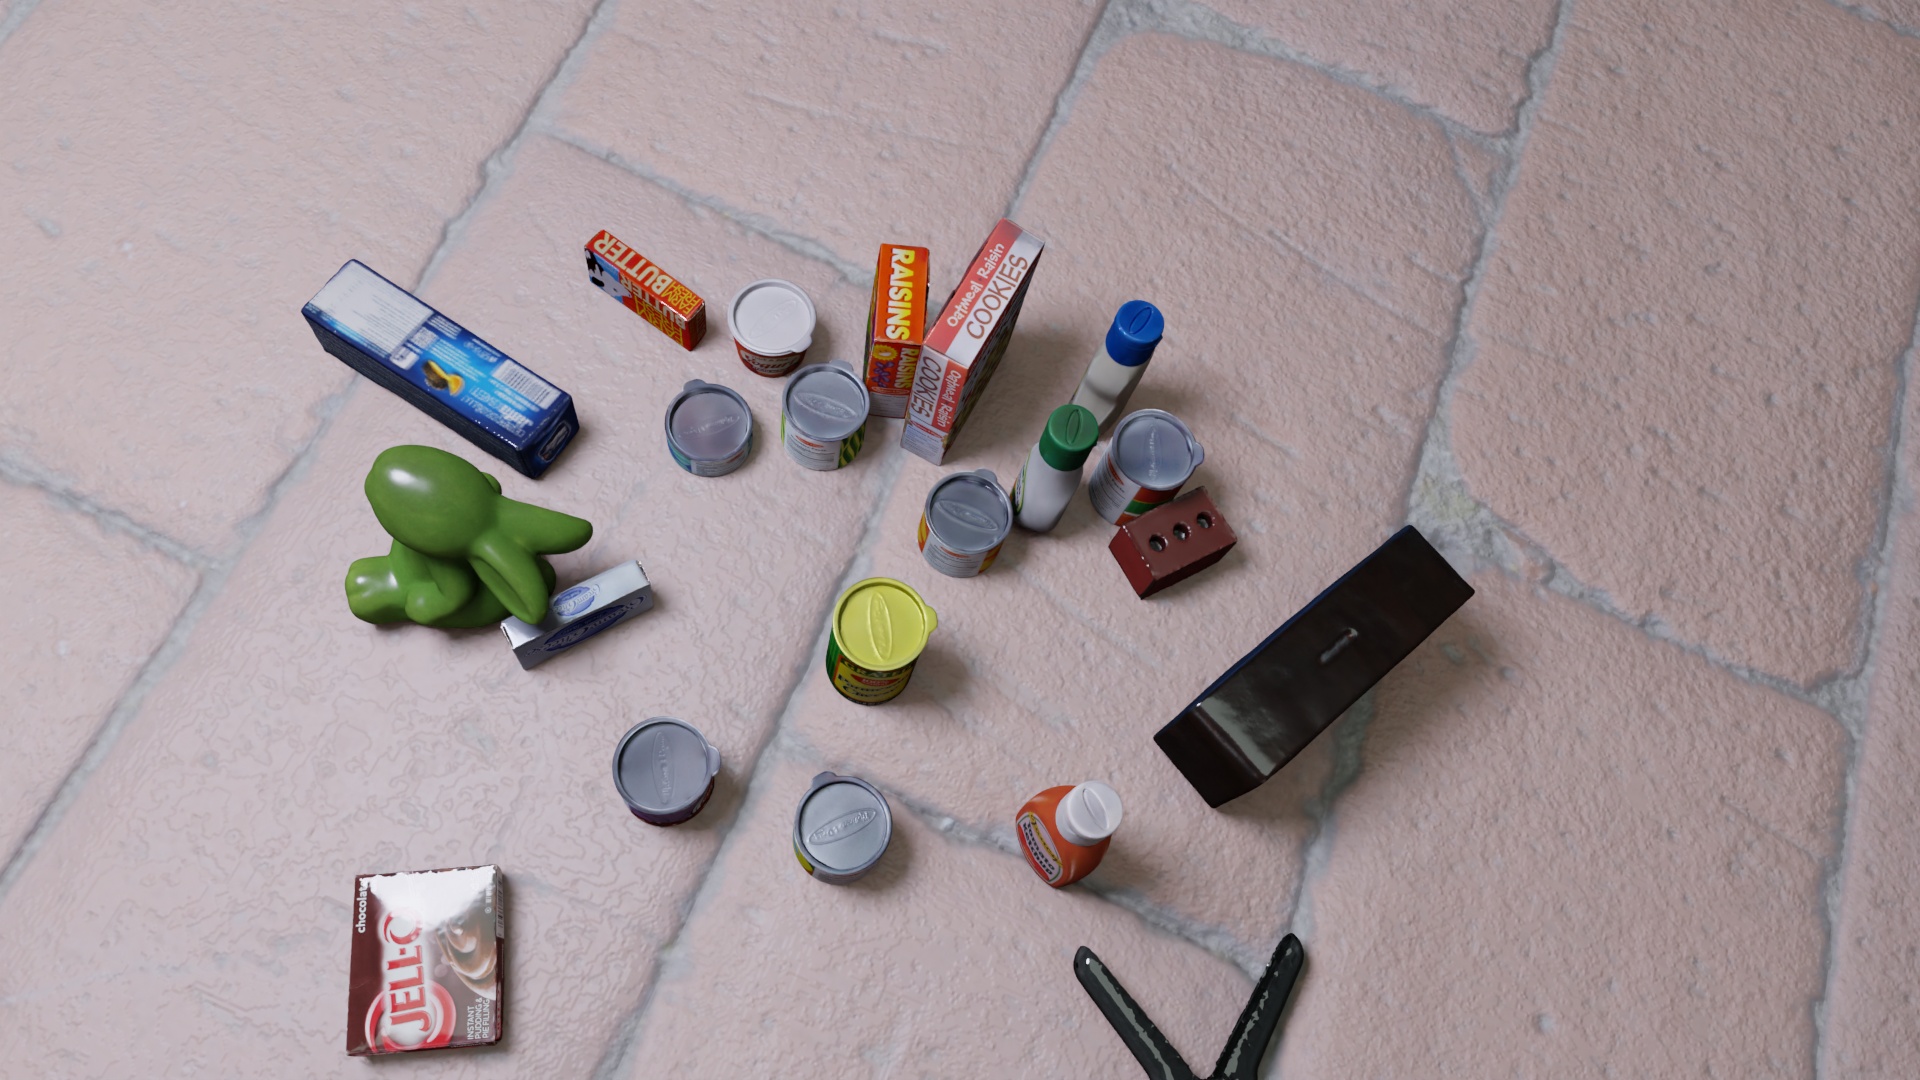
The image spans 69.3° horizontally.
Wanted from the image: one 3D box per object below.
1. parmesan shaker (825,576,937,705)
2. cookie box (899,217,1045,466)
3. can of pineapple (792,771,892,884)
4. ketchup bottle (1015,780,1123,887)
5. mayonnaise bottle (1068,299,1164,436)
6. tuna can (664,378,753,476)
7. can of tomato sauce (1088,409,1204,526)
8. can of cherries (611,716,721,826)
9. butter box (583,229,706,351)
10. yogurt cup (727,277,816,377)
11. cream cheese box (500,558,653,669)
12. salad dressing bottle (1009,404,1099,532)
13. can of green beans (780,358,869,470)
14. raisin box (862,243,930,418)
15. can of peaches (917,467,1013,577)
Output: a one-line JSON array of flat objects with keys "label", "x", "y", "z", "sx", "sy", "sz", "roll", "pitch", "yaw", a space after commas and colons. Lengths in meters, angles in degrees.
[{"label": "parmesan shaker", "x": -0.057, "y": 0.074, "z": 0.982, "sx": 0.071, "sy": 0.102, "sz": 0.071, "roll": 3, "pitch": 69, "yaw": -7}, {"label": "cookie box", "x": 0.005, "y": -0.145, "z": 1.043, "sx": 0.040, "sy": 0.166, "sz": 0.123, "roll": 28, "pitch": 68, "yaw": 3}, {"label": "can of pineapple", "x": -0.082, "y": 0.198, "z": 0.953, "sx": 0.071, "sy": 0.057, "sz": 0.071, "roll": 3, "pitch": 68, "yaw": -7}, {"label": "ketchup bottle", "x": 0.074, "y": 0.192, "z": 0.930, "sx": 0.044, "sy": 0.148, "sz": 0.065, "roll": -25, "pitch": 75, "yaw": -17}, {"label": "mayonnaise bottle", "x": 0.120, "y": -0.133, "z": 1.066, "sx": 0.041, "sy": 0.147, "sz": 0.065, "roll": 35, "pitch": 68, "yaw": 6}, {"label": "tuna can", "x": -0.193, "y": -0.086, "z": 1.062, "sx": 0.071, "sy": 0.032, "sz": 0.071, "roll": 3, "pitch": 68, "yaw": -7}, {"label": "can of tomato sauce", "x": 0.142, "y": -0.054, "z": 1.073, "sx": 0.071, "sy": 0.082, "sz": 0.071, "roll": 3, "pitch": 69, "yaw": -7}, {"label": "can of cherries", "x": -0.199, "y": 0.159, "z": 0.950, "sx": 0.071, "sy": 0.058, "sz": 0.072, "roll": 3, "pitch": 68, "yaw": -7}, {"label": "butter box", "x": -0.245, "y": -0.195, "z": 1.087, "sx": 0.103, "sy": 0.053, "sz": 0.024, "roll": 35, "pitch": 68, "yaw": 6}, {"label": "yogurt cup", "x": -0.148, "y": -0.164, "z": 1.089, "sx": 0.072, "sy": 0.053, "sz": 0.072, "roll": 3, "pitch": 68, "yaw": -7}, {"label": "cream cheese box", "x": -0.270, "y": 0.052, "z": 0.985, "sx": 0.104, "sy": 0.053, "sz": 0.024, "roll": -27, "pitch": 75, "yaw": -17}, {"label": "salad dressing bottle", "x": 0.069, "y": -0.053, "z": 1.027, "sx": 0.044, "sy": 0.147, "sz": 0.064, "roll": 16, "pitch": 68, "yaw": -2}, {"label": "can of green beans", "x": -0.104, "y": -0.094, "z": 1.066, "sx": 0.071, "sy": 0.057, "sz": 0.071, "roll": 3, "pitch": 68, "yaw": -7}, {"label": "raisin box", "x": -0.051, "y": -0.158, "z": 1.064, "sx": 0.040, "sy": 0.123, "sz": 0.086, "roll": 6, "pitch": 68, "yaw": -6}, {"label": "can of peaches", "x": 0.004, "y": -0.013, "z": 1.050, "sx": 0.071, "sy": 0.058, "sz": 0.071, "roll": 3, "pitch": 68, "yaw": -7}]
